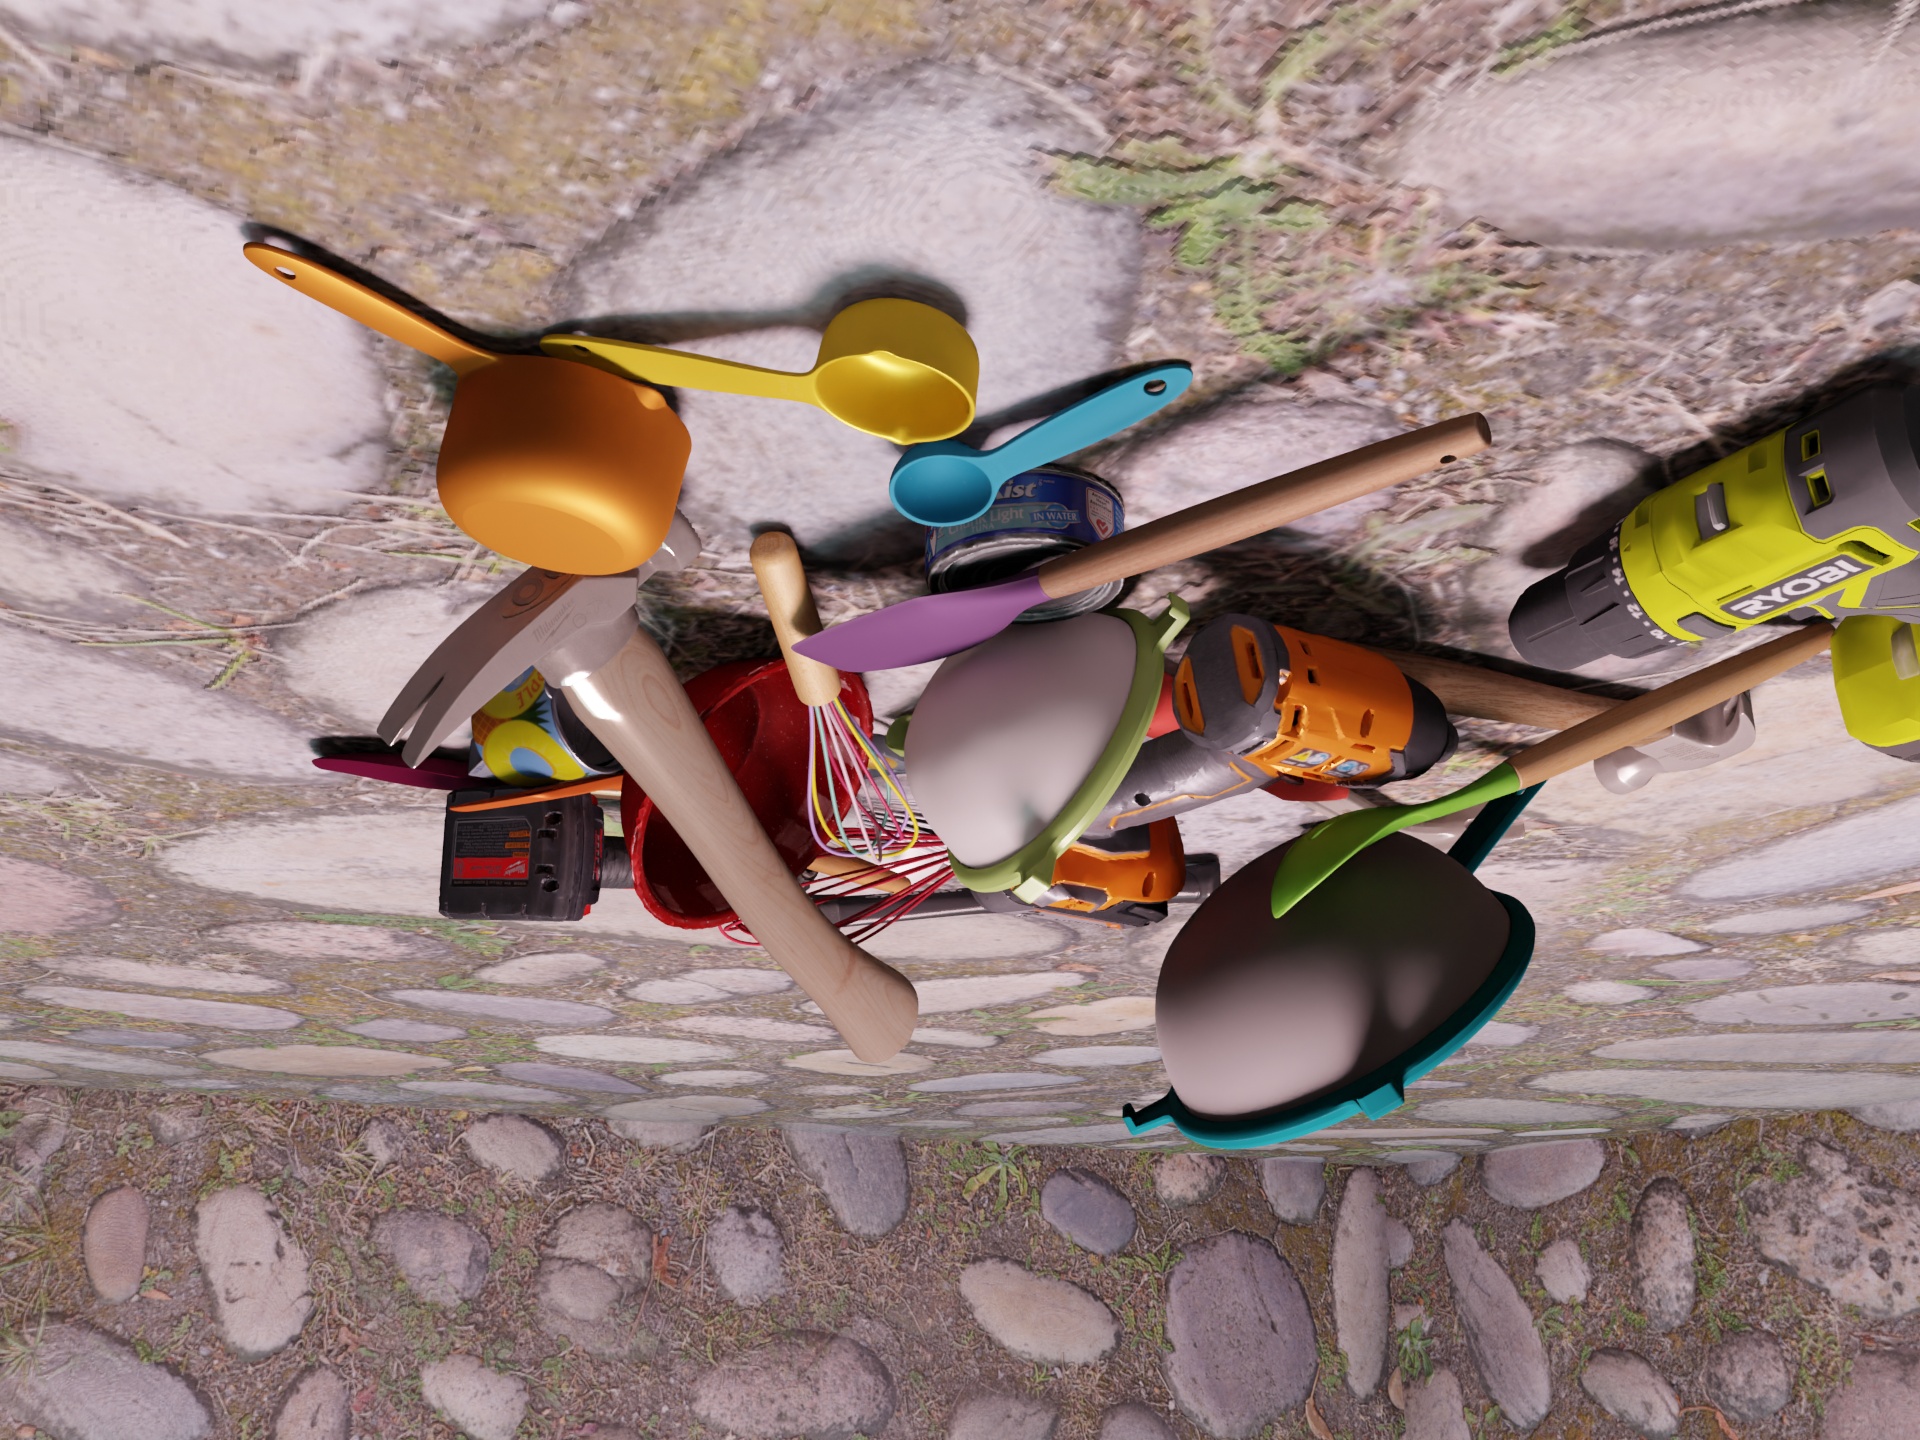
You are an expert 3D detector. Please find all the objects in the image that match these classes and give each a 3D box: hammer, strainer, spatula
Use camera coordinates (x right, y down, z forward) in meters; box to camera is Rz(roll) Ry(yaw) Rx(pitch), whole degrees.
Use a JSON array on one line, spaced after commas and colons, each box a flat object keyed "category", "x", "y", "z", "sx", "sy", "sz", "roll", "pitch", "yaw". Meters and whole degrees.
[{"category": "hammer", "x": 0.028, "y": 0.128, "z": 1.150, "sx": 0.334, "sy": 0.035, "sz": 0.146, "roll": -4, "pitch": -175, "yaw": -8}, {"category": "hammer", "x": 0.275, "y": -0.014, "z": 0.826, "sx": 0.331, "sy": 0.031, "sz": 0.130, "roll": 10, "pitch": 157, "yaw": -23}, {"category": "strainer", "x": 0.025, "y": 0.089, "z": 1.088, "sx": 0.258, "sy": 0.050, "sz": 0.087, "roll": -4, "pitch": 174, "yaw": 3}, {"category": "hammer", "x": -0.113, "y": 0.074, "z": 0.775, "sx": 0.038, "sy": 0.146, "sz": 0.410, "roll": 35, "pitch": 161, "yaw": 38}, {"category": "strainer", "x": 0.218, "y": 0.085, "z": 0.856, "sx": 0.340, "sy": 0.095, "sz": 0.211, "roll": -39, "pitch": -173, "yaw": -35}, {"category": "spatula", "x": 0.056, "y": -0.061, "z": 0.624, "sx": 0.316, "sy": 0.018, "sz": 0.059, "roll": -17, "pitch": 155, "yaw": 39}, {"category": "strainer", "x": -0.001, "y": -0.002, "z": 0.778, "sx": 0.069, "sy": 0.151, "sz": 0.256, "roll": 33, "pitch": 168, "yaw": -21}, {"category": "spatula", "x": -0.139, "y": 0.071, "z": 0.929, "sx": 0.081, "sy": 0.041, "sz": 0.322, "roll": -9, "pitch": 157, "yaw": 39}, {"category": "hammer", "x": 0.200, "y": 0.030, "z": 0.934, "sx": 0.149, "sy": 0.037, "sz": 0.358, "roll": -15, "pitch": 155, "yaw": 34}]

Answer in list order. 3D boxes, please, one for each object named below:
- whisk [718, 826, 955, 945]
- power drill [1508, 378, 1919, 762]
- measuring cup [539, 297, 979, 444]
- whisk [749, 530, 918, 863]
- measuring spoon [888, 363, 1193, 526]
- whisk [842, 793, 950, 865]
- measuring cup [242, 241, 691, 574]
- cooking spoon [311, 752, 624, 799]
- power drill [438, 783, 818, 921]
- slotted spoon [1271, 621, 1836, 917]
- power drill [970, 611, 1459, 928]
[{"category": "whisk", "x": -0.005, "y": 0.079, "z": 0.947, "sx": 0.295, "sy": 0.073, "sz": 0.073, "roll": -14, "pitch": 165, "yaw": -24}, {"category": "power drill", "x": 0.371, "y": -0.049, "z": 0.675, "sx": 0.228, "sy": 0.080, "sz": 0.190, "roll": 14, "pitch": 155, "yaw": -26}, {"category": "measuring cup", "x": -0.069, "y": -0.129, "z": 0.551, "sx": 0.156, "sy": 0.029, "sz": 0.062, "roll": 10, "pitch": 162, "yaw": 8}, {"category": "whisk", "x": -0.060, "y": -0.002, "z": 0.778, "sx": 0.047, "sy": 0.051, "sz": 0.244, "roll": 26, "pitch": 151, "yaw": 27}, {"category": "measuring spoon", "x": 0.029, "y": -0.111, "z": 0.604, "sx": 0.128, "sy": 0.021, "sz": 0.042, "roll": -22, "pitch": 142, "yaw": 26}, {"category": "whisk", "x": -0.042, "y": 0.061, "z": 0.998, "sx": 0.284, "sy": 0.070, "sz": 0.070, "roll": 13, "pitch": 156, "yaw": -18}, {"category": "measuring cup", "x": -0.174, "y": -0.102, "z": 0.556, "sx": 0.095, "sy": 0.052, "sz": 0.173, "roll": -7, "pitch": 158, "yaw": 40}, {"category": "cooking spoon", "x": -0.231, "y": 0.039, "z": 0.984, "sx": 0.318, "sy": 0.017, "sz": 0.068, "roll": 6, "pitch": 167, "yaw": -13}, {"category": "power drill", "x": -0.200, "y": 0.089, "z": 0.997, "sx": 0.143, "sy": 0.078, "sz": 0.219, "roll": -4, "pitch": 170, "yaw": 37}, {"category": "slotted spoon", "x": 0.282, "y": 0.017, "z": 0.753, "sx": 0.314, "sy": 0.031, "sz": 0.070, "roll": -23, "pitch": 165, "yaw": -9}, {"category": "power drill", "x": 0.123, "y": 0.031, "z": 0.781, "sx": 0.164, "sy": 0.084, "sz": 0.226, "roll": 12, "pitch": 148, "yaw": -36}]
